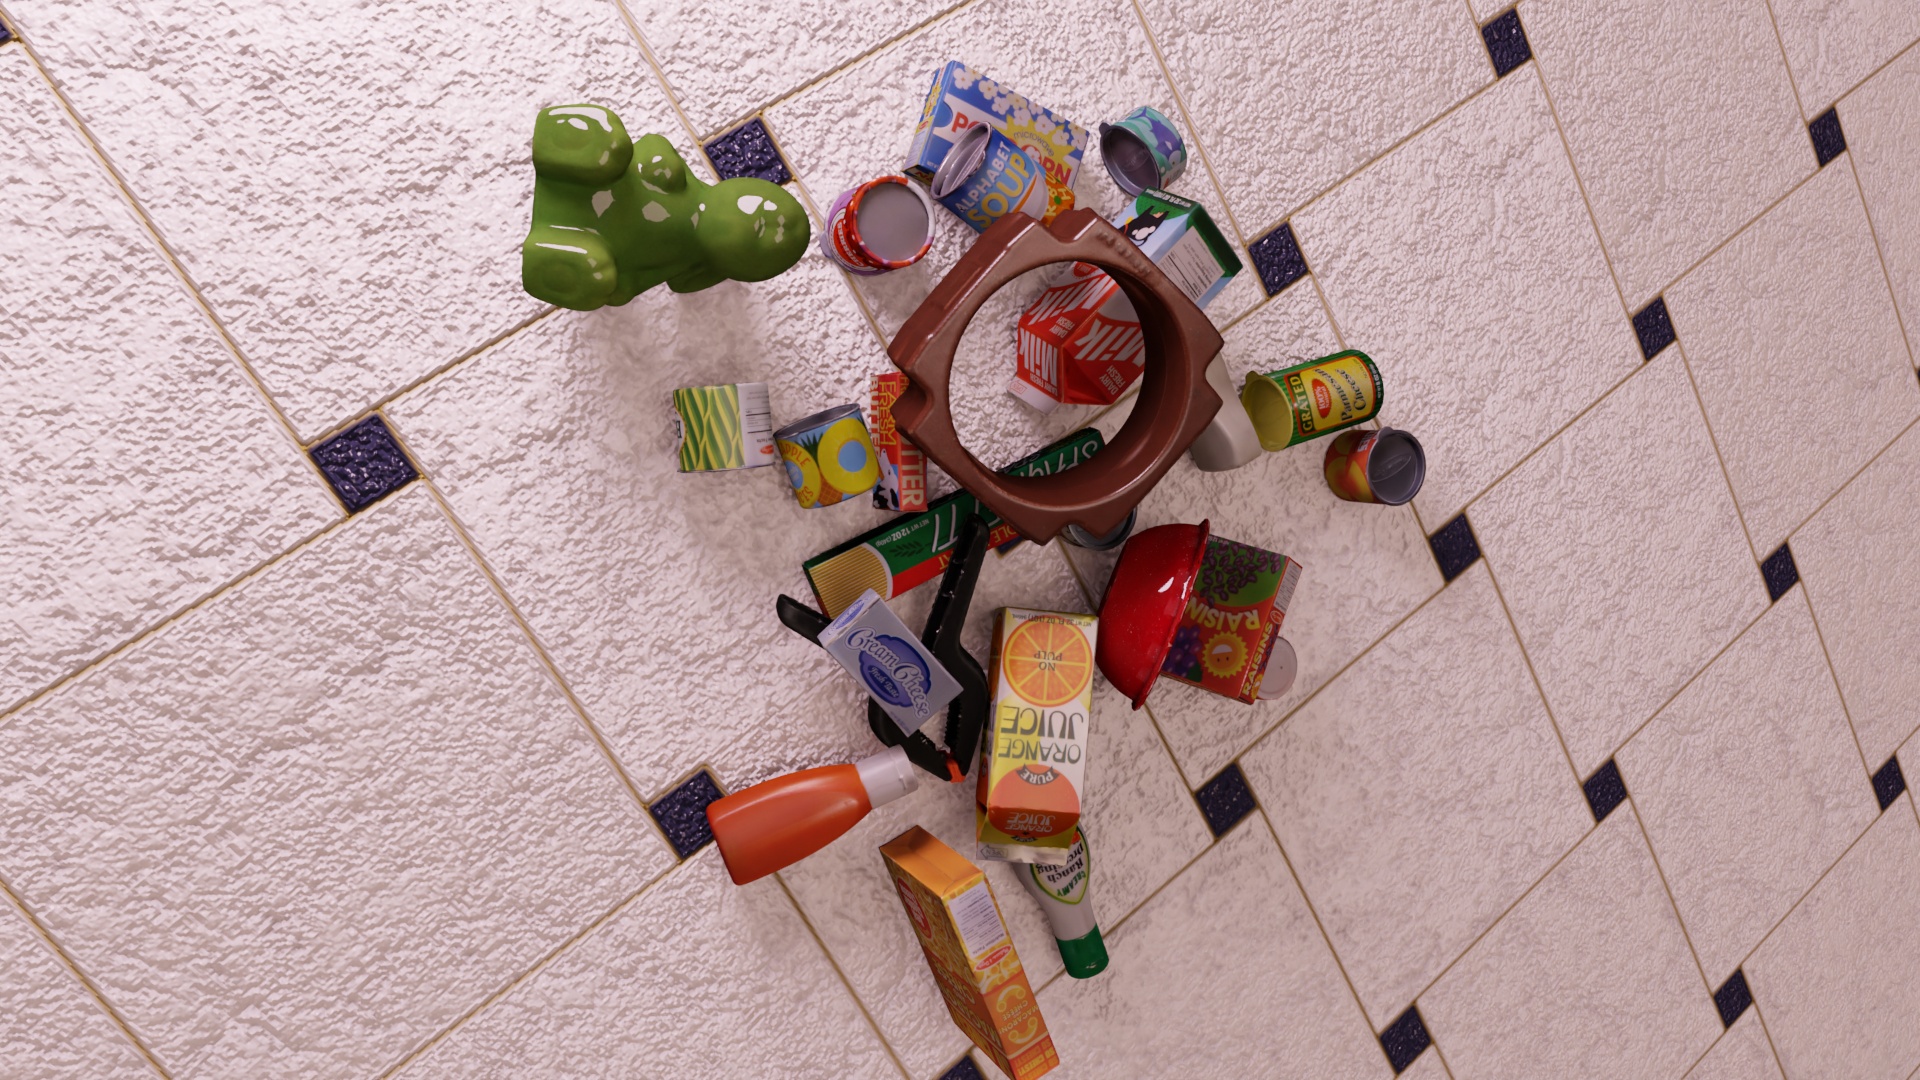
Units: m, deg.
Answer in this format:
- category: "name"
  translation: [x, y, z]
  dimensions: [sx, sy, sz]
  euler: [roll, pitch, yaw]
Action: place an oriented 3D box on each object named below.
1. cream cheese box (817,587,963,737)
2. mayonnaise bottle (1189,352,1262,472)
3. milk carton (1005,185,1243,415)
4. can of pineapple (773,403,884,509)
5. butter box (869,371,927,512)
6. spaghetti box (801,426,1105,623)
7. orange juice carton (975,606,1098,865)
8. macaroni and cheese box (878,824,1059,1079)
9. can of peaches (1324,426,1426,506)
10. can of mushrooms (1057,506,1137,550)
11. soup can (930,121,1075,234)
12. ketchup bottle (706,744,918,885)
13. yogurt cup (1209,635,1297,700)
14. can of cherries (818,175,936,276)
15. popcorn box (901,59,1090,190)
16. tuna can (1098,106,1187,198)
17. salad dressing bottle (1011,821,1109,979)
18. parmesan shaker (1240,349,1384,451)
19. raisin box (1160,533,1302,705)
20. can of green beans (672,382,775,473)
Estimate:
- category: "cream cheese box"
  translation: [-0.049, 0.088, 0.988]
  dimensions: [0.053, 0.024, 0.103]
  euler: [-42, 116, -4]
- category: "mayonnaise bottle"
  translation: [0.194, -0.129, 1.133]
  dimensions: [0.041, 0.064, 0.148]
  euler: [-29, 102, -23]
- category: "milk carton"
  translation: [0.116, -0.175, 1.066]
  dimensions: [0.190, 0.072, 0.073]
  euler: [-47, 125, -2]
- category: "can of pineapple"
  translation: [-0.095, -0.060, 0.997]
  dimensions: [0.071, 0.071, 0.057]
  euler: [-25, 105, -22]
- category: "butter box"
  translation: [-0.046, -0.073, 1.027]
  dimensions: [0.024, 0.053, 0.103]
  euler: [-3, 96, -27]
- category: "spaghetti box"
  translation: [0.004, -0.013, 1.047]
  dimensions: [0.250, 0.029, 0.050]
  euler: [-26, 106, -11]
- category: "orange juice carton"
  translation: [0.056, 0.149, 1.059]
  dimensions: [0.072, 0.073, 0.193]
  euler: [6, 84, -6]
- category: "macaroni and cheese box"
  translation: [0.006, 0.308, 1.041]
  dimensions: [0.040, 0.123, 0.166]
  euler: [-27, 105, -20]
- category: "can of peaches"
  translation: [0.362, -0.067, 1.218]
  dimensions: [0.071, 0.058, 0.071]
  euler: [-2, 95, -24]
- category: "can of mushrooms"
  translation: [0.104, -0.028, 1.112]
  dimensions: [0.071, 0.033, 0.071]
  euler: [-3, 96, -25]
- category: "soup can"
  translation: [0.032, -0.248, 0.998]
  dimensions: [0.083, 0.071, 0.071]
  euler: [32, 81, -26]
- category: "ketchup bottle"
  translation: [-0.105, 0.194, 1.009]
  dimensions: [0.149, 0.043, 0.064]
  euler: [-21, 112, -11]
- category: "yogurt cup"
  translation: [0.248, 0.104, 1.179]
  dimensions: [0.072, 0.054, 0.072]
  euler: [-2, 94, -26]
- category: "can of cherries"
  translation: [-0.060, -0.225, 1.005]
  dimensions: [0.071, 0.058, 0.071]
  euler: [-2, 95, -26]
- category: "popcorn box"
  translation: [0.028, -0.295, 1.053]
  dimensions: [0.127, 0.038, 0.085]
  euler: [20, 87, -26]
- category: "tuna can"
  translation: [0.142, -0.307, 1.092]
  dimensions: [0.033, 0.071, 0.071]
  euler: [-39, 109, -18]
- category: "salad dressing bottle"
  translation: [0.082, 0.281, 1.119]
  dimensions: [0.064, 0.044, 0.147]
  euler: [-25, 104, -24]
- category: "parmesan shaker"
  translation: [0.298, -0.123, 1.179]
  dimensions: [0.103, 0.071, 0.071]
  euler: [-18, 102, -23]
- category: "raisin box"
  translation: [0.217, 0.063, 1.142]
  dimensions: [0.040, 0.086, 0.123]
  euler: [31, 79, -56]
- category: "can of green beans"
  translation: [-0.164, -0.078, 0.963]
  dimensions: [0.071, 0.071, 0.057]
  euler: [-8, 97, -25]
